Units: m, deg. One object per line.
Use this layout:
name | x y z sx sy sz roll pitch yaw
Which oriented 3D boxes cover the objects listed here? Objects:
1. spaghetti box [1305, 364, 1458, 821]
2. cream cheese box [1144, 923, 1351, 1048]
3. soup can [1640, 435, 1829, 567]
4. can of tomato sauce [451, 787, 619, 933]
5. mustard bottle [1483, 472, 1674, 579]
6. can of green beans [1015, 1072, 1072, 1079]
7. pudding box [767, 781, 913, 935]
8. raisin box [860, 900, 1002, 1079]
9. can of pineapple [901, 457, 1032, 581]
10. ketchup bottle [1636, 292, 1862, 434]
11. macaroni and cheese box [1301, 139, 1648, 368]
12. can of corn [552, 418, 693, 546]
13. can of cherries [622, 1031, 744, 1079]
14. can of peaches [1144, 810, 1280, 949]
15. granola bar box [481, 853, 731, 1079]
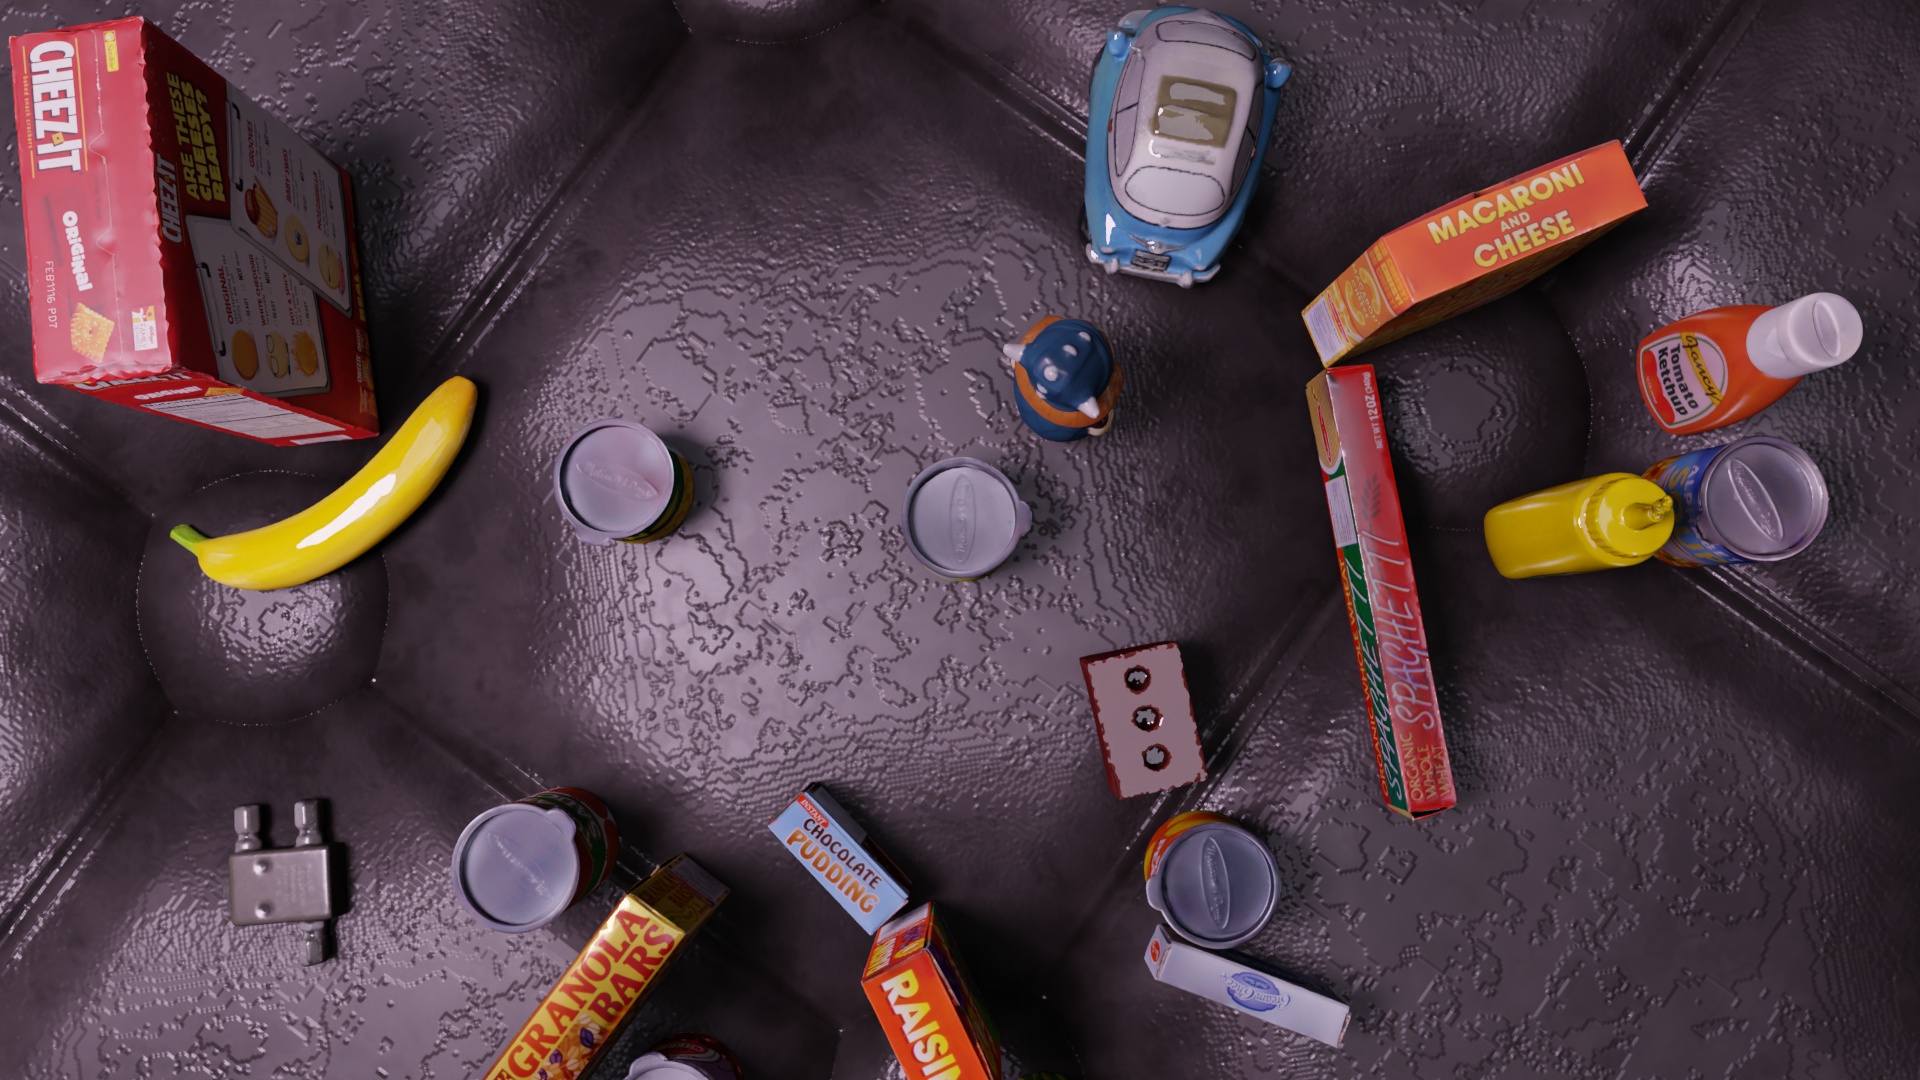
spaghetti box | 0.233 0.028 0.776 0.029 0.050 0.250 -10 85 0
cream cheese box | 0.155 0.241 0.758 0.104 0.053 0.024 20 87 2
soup can | 0.414 -0.018 0.760 0.071 0.083 0.071 0 86 1
can of tomato sauce | -0.227 0.169 0.755 0.071 0.083 0.071 0 86 1
mustard bottle | 0.327 -0.008 0.722 0.065 0.160 0.049 -14 86 0
can of green beans | 0.047 0.329 0.751 0.071 0.058 0.071 0 86 1
pudding box | -0.065 0.175 0.769 0.030 0.049 0.084 -44 86 -2
raisin box | -0.012 0.246 0.725 0.040 0.123 0.086 -26 86 -1
can of pineapple | 0.003 -0.010 0.778 0.071 0.058 0.071 0 86 1
ketchup bottle | 0.413 -0.096 0.733 0.043 0.148 0.064 -16 86 0
macaroni and cheese box | 0.260 -0.145 0.730 0.124 0.166 0.040 -23 86 -1
can of corn | -0.189 -0.030 0.782 0.071 0.058 0.071 0 86 1
can of cherries | -0.154 0.306 0.755 0.071 0.058 0.071 0 86 1
can of peaches | 0.134 0.184 0.761 0.071 0.058 0.071 0 86 1
granola bar box | -0.196 0.249 0.727 0.039 0.124 0.165 37 87 3
